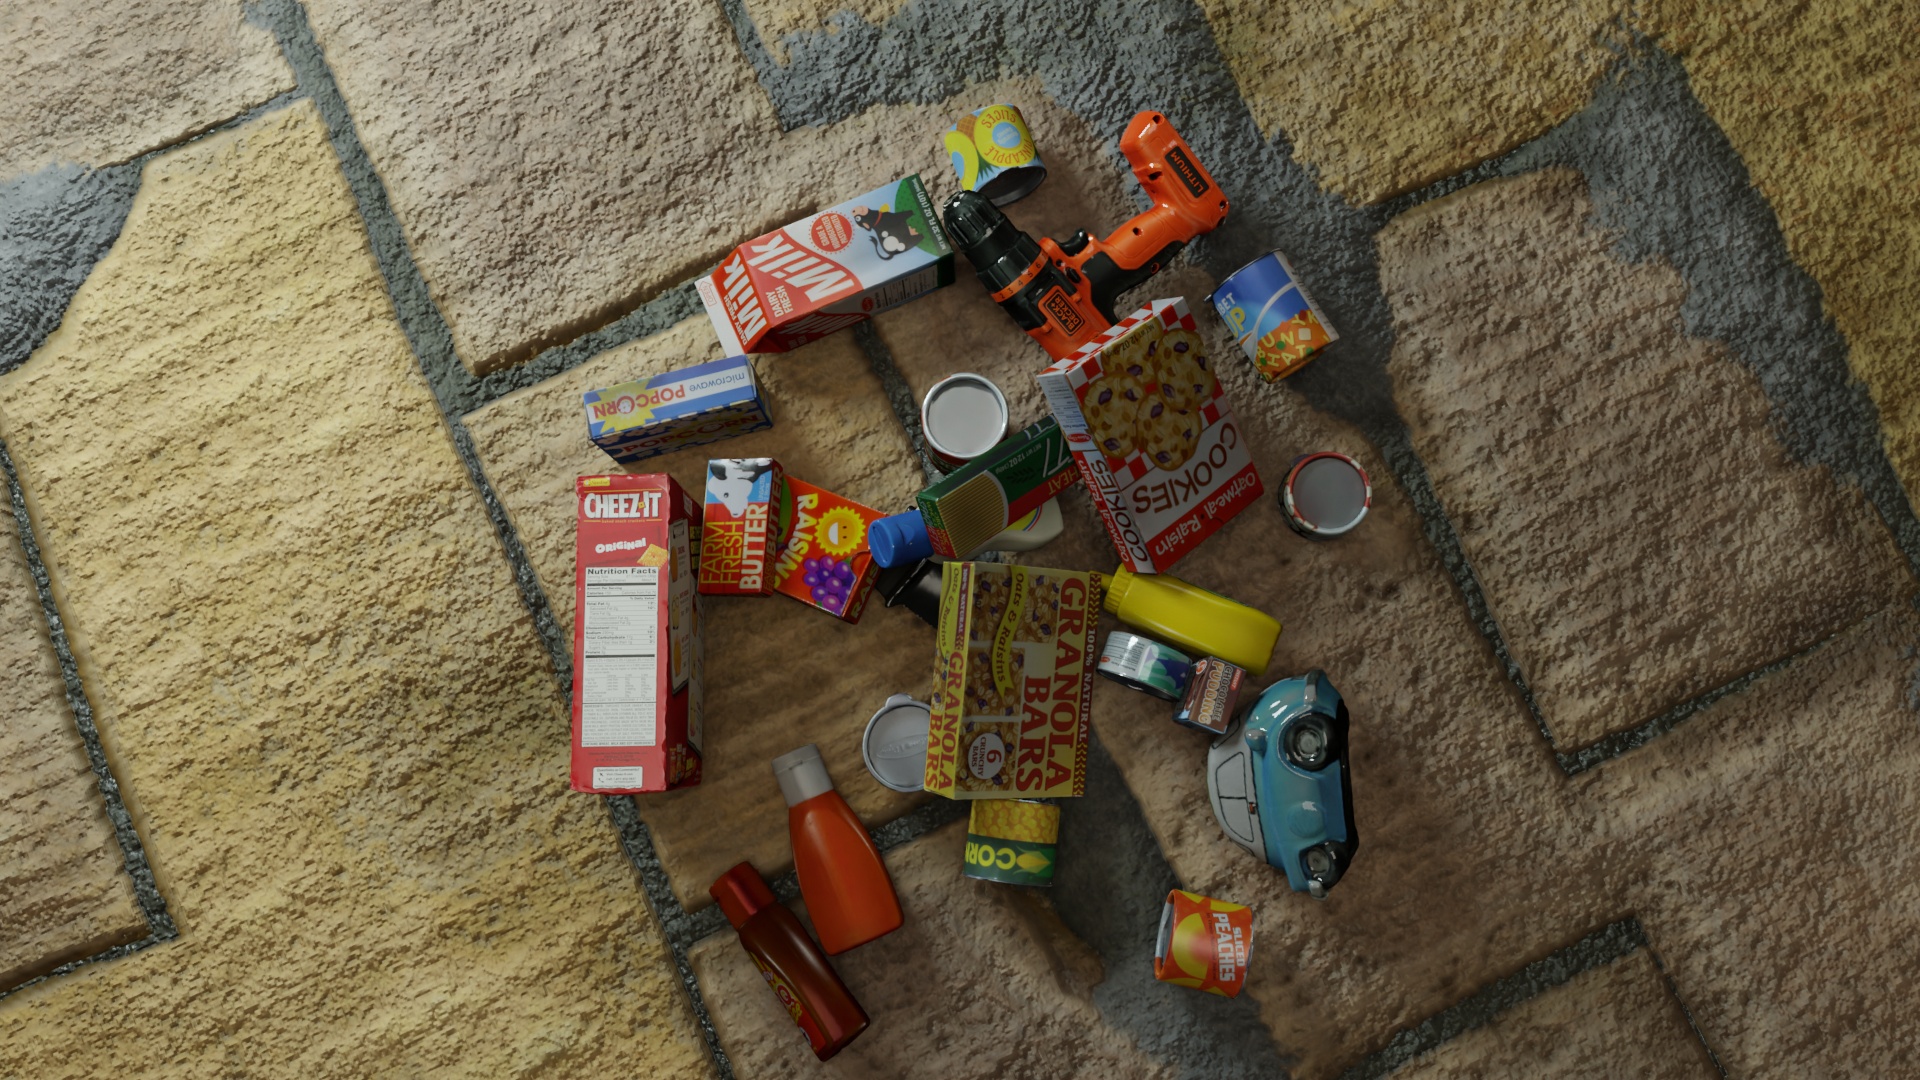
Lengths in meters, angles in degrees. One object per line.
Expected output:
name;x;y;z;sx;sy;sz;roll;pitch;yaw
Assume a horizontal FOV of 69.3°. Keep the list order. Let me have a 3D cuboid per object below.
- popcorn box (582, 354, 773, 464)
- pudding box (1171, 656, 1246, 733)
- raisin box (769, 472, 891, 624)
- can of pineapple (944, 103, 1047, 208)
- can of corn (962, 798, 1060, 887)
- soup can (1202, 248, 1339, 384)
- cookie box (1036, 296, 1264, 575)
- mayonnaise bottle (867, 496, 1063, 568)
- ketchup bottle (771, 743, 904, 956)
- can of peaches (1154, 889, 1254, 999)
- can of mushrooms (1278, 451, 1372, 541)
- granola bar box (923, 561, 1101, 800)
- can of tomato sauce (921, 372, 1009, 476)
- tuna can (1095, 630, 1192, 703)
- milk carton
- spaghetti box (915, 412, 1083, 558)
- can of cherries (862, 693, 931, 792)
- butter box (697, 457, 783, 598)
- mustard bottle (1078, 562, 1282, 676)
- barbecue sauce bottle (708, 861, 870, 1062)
popcorn box;-0.212;-0.098;1.053;0.127;0.085;0.038;-14;81;-2
pudding box;0.181;0.115;1.021;0.030;0.083;0.050;21;82;3
raisin box;-0.119;0.001;1.048;0.123;0.040;0.086;22;81;16
can of pineapple;0.028;-0.303;1.094;0.071;0.071;0.058;-22;82;-3
can of corn;0.036;0.218;1.012;0.071;0.071;0.058;7;81;1
soup can;0.241;-0.171;1.076;0.071;0.071;0.084;-31;83;-4
cookie box;0.143;-0.076;1.020;0.123;0.040;0.167;-35;109;-26
mayonnaise bottle;0.004;-0.013;1.032;0.148;0.041;0.065;-15;78;-31
ketchup bottle;-0.096;0.225;1.024;0.065;0.043;0.149;-22;82;-4
can of peaches;0.175;0.290;1.000;0.058;0.071;0.071;13;82;3
can of mushrooms;0.280;-0.036;1.071;0.071;0.033;0.071;0;82;0
granola bar box;0.039;0.101;1.006;0.124;0.039;0.165;7;87;-37
can of tomato sauce;0.003;-0.083;1.052;0.071;0.083;0.071;0;82;0
tuna can;0.139;0.095;1.035;0.071;0.071;0.033;21;81;3
milk carton;-0.105;-0.206;1.077;0.191;0.073;0.072;-24;82;-3
spaghetti box;0.076;-0.069;1.025;0.251;0.029;0.050;-33;117;-26
can of cherries;-0.037;0.149;1.029;0.071;0.058;0.071;0;82;1
butter box;-0.163;-0.009;1.026;0.053;0.024;0.103;-1;76;14
mustard bottle;0.160;0.052;1.043;0.160;0.065;0.049;23;85;11
barbecue sauce bottle;-0.125;0.302;1.005;0.044;0.064;0.149;-32;73;-26
